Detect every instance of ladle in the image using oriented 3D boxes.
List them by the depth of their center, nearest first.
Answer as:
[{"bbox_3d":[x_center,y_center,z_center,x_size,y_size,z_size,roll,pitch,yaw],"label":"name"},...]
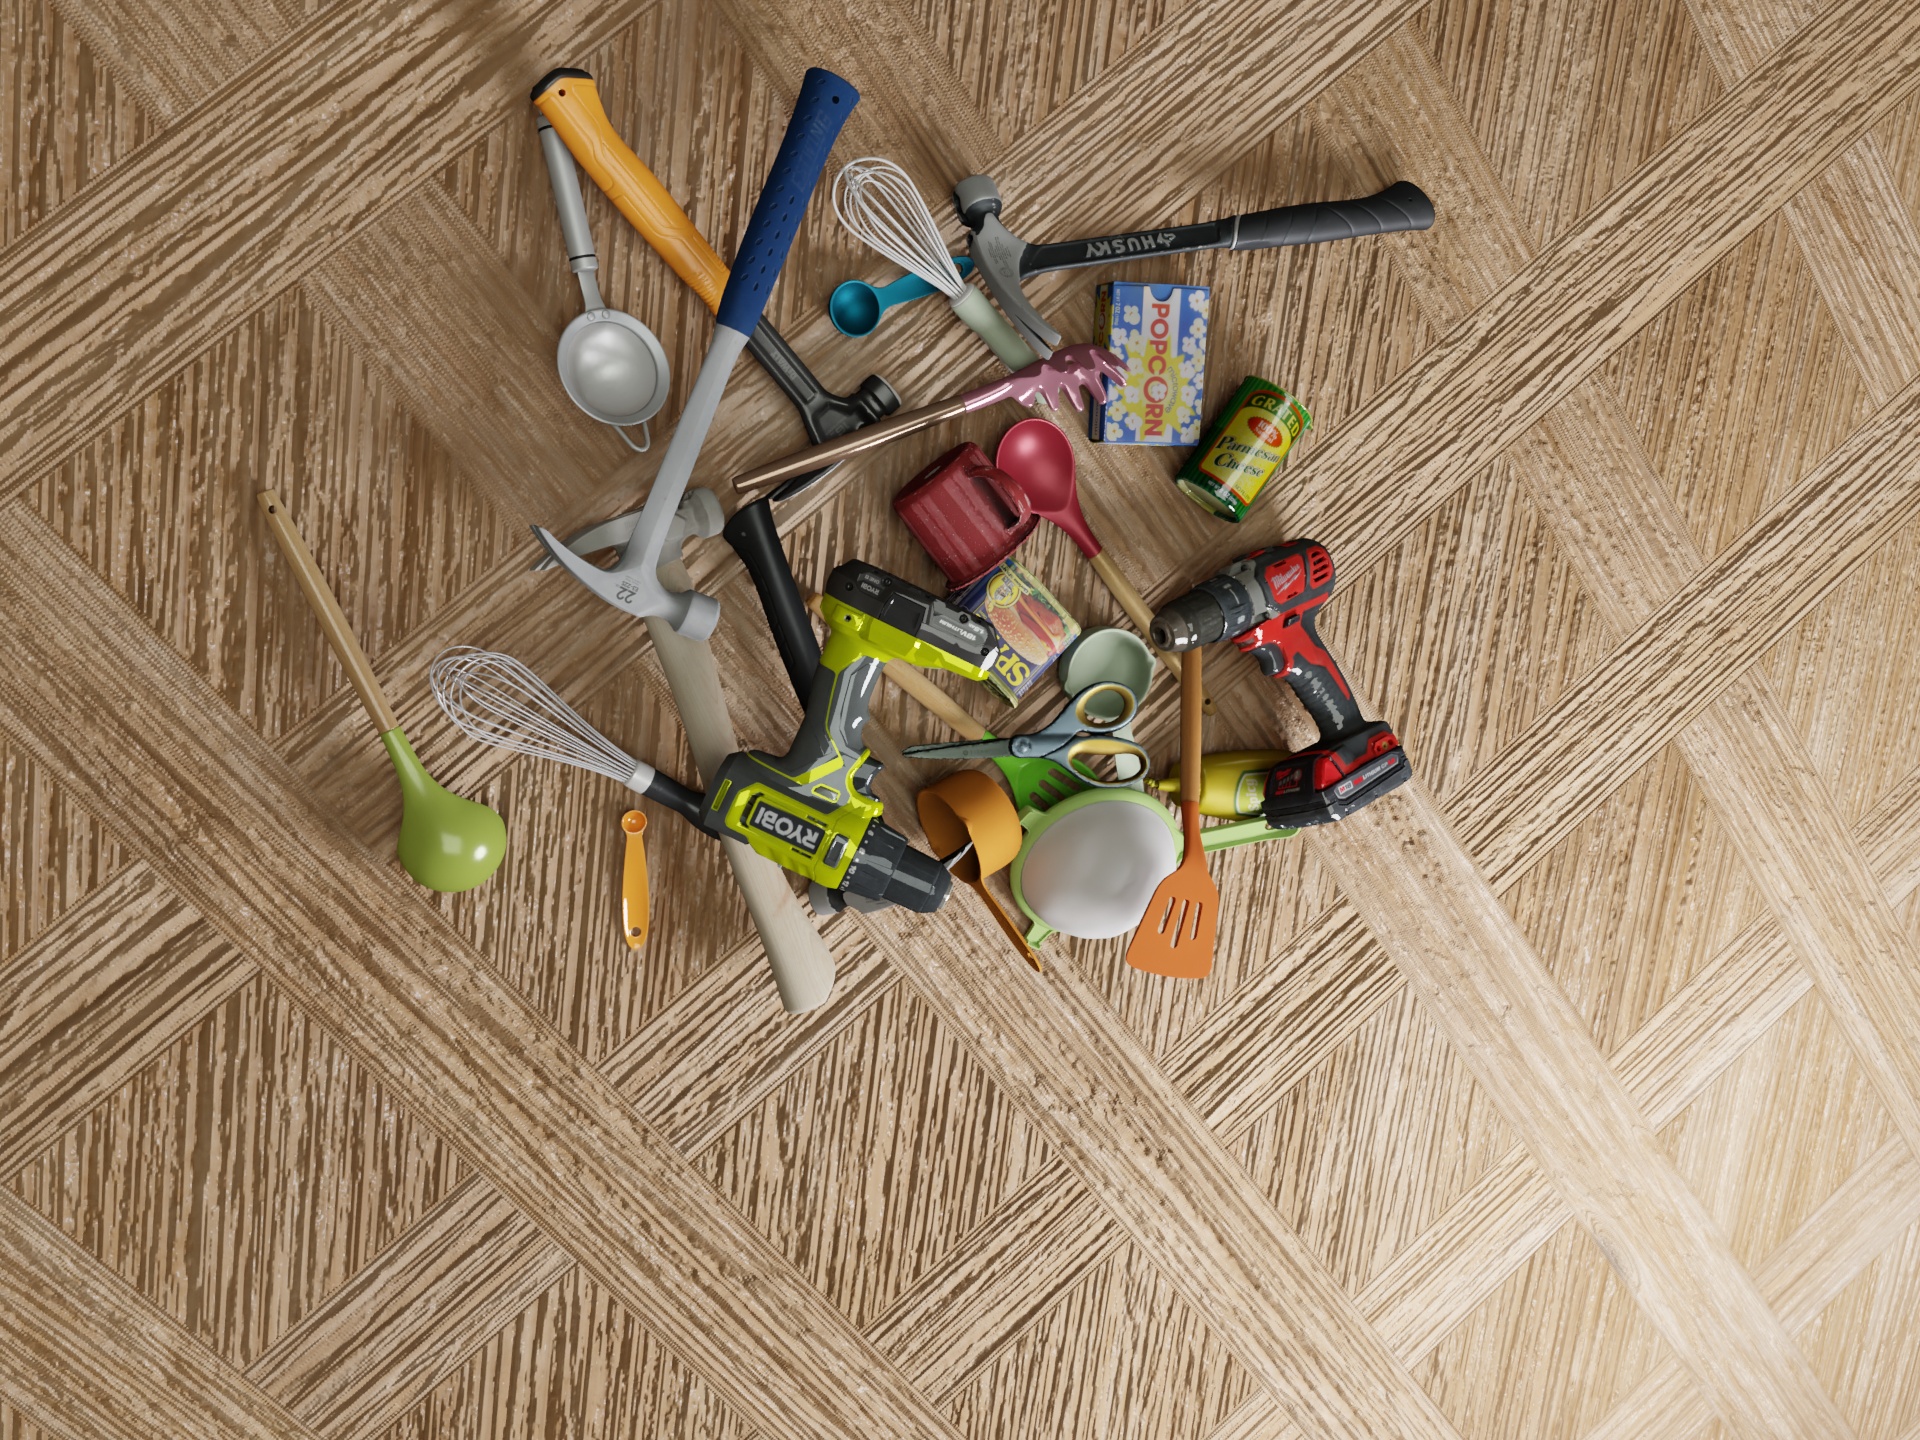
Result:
[{"bbox_3d":[-0.425,-0.018,1.153,0.078,0.062,0.320,-26,102,-10],"label":"ladle"},{"bbox_3d":[0.127,-0.120,1.315,0.069,0.031,0.315,-41,113,-4],"label":"ladle"}]

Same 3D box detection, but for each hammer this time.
[{"bbox_3d":[-0.170,-0.268,1.124,0.144,0.035,0.405,22,89,-27],"label":"hammer"},{"bbox_3d":[-0.189,-0.317,1.151,0.127,0.034,0.336,-43,115,-6],"label":"hammer"},{"bbox_3d":[-0.189,0.040,1.206,0.146,0.038,0.410,-26,107,-30],"label":"hammer"},{"bbox_3d":[-0.103,-0.010,1.229,0.146,0.035,0.334,-13,102,29],"label":"hammer"},{"bbox_3d":[0.202,-0.380,1.256,0.409,0.036,0.149,-13,74,-20],"label":"hammer"}]

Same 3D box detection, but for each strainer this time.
[{"bbox_3d":[-0.267,-0.317,1.135,0.087,0.050,0.258,-19,102,-37],"label":"strainer"},{"bbox_3d":[0.172,0.124,1.327,0.256,0.069,0.151,-11,125,-9],"label":"strainer"}]

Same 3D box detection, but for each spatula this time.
[{"bbox_3d":[0.182,0.046,1.301,0.081,0.041,0.323,13,69,-24],"label":"spatula"}]

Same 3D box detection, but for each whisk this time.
[{"bbox_3d":[-0.271,0.028,1.200,0.284,0.070,0.070,32,90,-26],"label":"whisk"},{"bbox_3d":[-0.005,-0.328,1.208,0.059,0.058,0.246,-36,122,19],"label":"whisk"}]

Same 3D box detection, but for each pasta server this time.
[{"bbox_3d":[-0.020,-0.224,1.202,0.316,0.060,0.040,-22,74,-12],"label":"pasta server"}]

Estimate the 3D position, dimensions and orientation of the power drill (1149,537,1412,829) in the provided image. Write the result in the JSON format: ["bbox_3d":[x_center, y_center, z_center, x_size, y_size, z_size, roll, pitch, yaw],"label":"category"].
[{"bbox_3d":[0.261,-0.026,1.311,0.188,0.080,0.226,-24,93,-32],"label":"power drill"}]

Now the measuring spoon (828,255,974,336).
[{"bbox_3d":[-0.047,-0.330,1.220,0.128,0.021,0.042,-27,110,-21],"label":"measuring spoon"}]

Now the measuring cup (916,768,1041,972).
[{"bbox_3d":[0.033,0.118,1.282,0.052,0.095,0.173,-31,85,-24],"label":"measuring cup"}]

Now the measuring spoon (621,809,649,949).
[{"bbox_3d":[-0.256,0.125,1.251,0.021,0.011,0.117,-3,106,-18],"label":"measuring spoon"}]

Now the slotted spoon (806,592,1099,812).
[{"bbox_3d":[-0.002,-0.004,1.297,0.313,0.031,0.070,39,92,-20],"label":"slotted spoon"}]

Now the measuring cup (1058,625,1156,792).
[{"bbox_3d":[0.127,0.000,1.335,0.083,0.038,0.167,-17,108,-14],"label":"measuring cup"}]

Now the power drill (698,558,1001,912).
[{"bbox_3d":[-0.060,0.016,1.160,0.190,0.080,0.228,26,95,-2],"label":"power drill"}]
